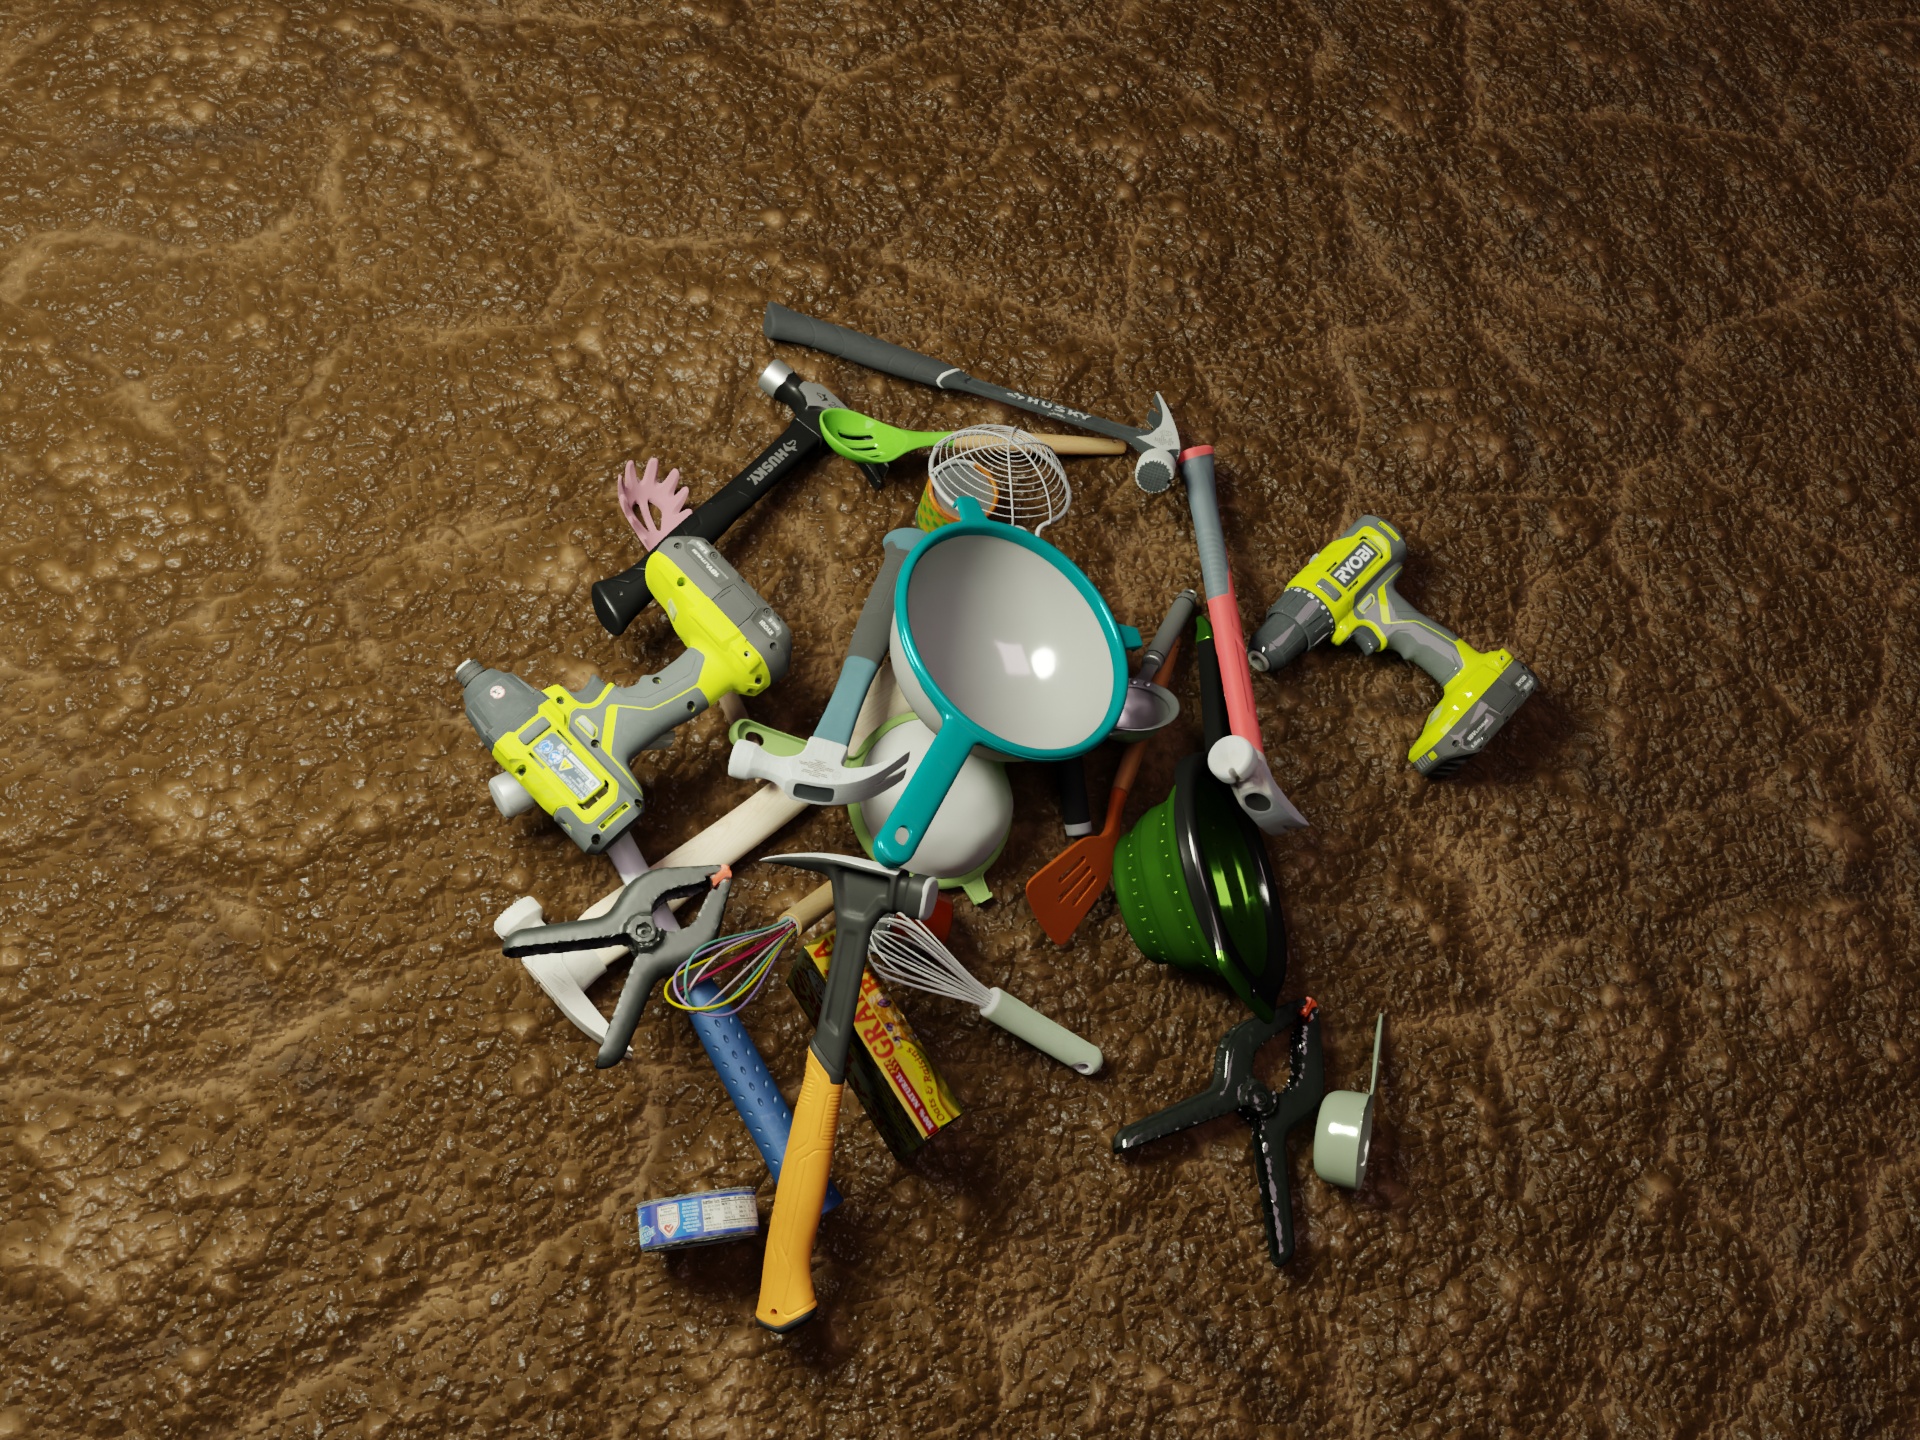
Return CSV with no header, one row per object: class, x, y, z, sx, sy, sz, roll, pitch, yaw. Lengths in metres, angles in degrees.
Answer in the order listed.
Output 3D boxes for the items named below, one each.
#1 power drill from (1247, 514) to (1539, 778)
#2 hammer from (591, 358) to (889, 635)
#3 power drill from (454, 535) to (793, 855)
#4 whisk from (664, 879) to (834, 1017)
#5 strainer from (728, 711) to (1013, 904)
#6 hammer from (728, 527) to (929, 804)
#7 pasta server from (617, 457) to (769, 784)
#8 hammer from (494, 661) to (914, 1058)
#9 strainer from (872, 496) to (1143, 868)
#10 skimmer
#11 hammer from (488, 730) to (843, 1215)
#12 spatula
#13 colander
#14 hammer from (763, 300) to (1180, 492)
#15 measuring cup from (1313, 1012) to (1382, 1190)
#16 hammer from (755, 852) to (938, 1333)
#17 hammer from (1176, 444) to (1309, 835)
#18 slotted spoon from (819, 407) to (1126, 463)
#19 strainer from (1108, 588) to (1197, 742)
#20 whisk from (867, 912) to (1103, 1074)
power drill,0.392,-0.058,1.460,0.228,0.080,0.190,44,70,9
hammer,-0.195,-0.180,1.362,0.146,0.035,0.335,38,53,1
power drill,-0.253,-0.031,1.206,0.171,0.080,0.223,47,68,0
whisk,-0.143,0.161,1.195,0.245,0.047,0.051,-32,103,-60
strainer,-0.059,0.042,1.282,0.256,0.069,0.152,20,68,-21
hammer,-0.079,-0.055,1.311,0.128,0.033,0.331,17,44,1
pasta server,-0.219,-0.086,1.330,0.060,0.040,0.316,-12,63,-30
hammer,-0.165,0.091,1.287,0.411,0.038,0.146,-39,82,-25
strainer,-0.002,-0.004,1.226,0.211,0.095,0.340,38,51,-10
skimmer,0.058,-0.081,1.376,0.127,0.090,0.363,-11,92,-27
hammer,-0.199,0.188,1.200,0.144,0.035,0.406,-26,78,-23
spatula,0.134,0.044,1.364,0.041,0.080,0.323,-2,46,31
colander,0.189,0.073,1.347,0.094,0.204,0.398,-19,45,23
hammer,0.010,-0.317,1.484,0.409,0.036,0.149,18,36,0
measuring cup,0.320,0.305,1.304,0.038,0.083,0.168,4,43,21
hammer,-0.106,0.262,1.125,0.127,0.034,0.337,10,90,17
hammer,0.240,-0.085,1.411,0.038,0.143,0.387,-21,52,24
slotted spoon,0.016,-0.254,1.457,0.313,0.031,0.070,-3,48,-26
strainer,0.167,-0.045,1.388,0.087,0.050,0.258,13,41,19
whisk,0.017,0.214,1.238,0.246,0.058,0.059,34,45,-22
